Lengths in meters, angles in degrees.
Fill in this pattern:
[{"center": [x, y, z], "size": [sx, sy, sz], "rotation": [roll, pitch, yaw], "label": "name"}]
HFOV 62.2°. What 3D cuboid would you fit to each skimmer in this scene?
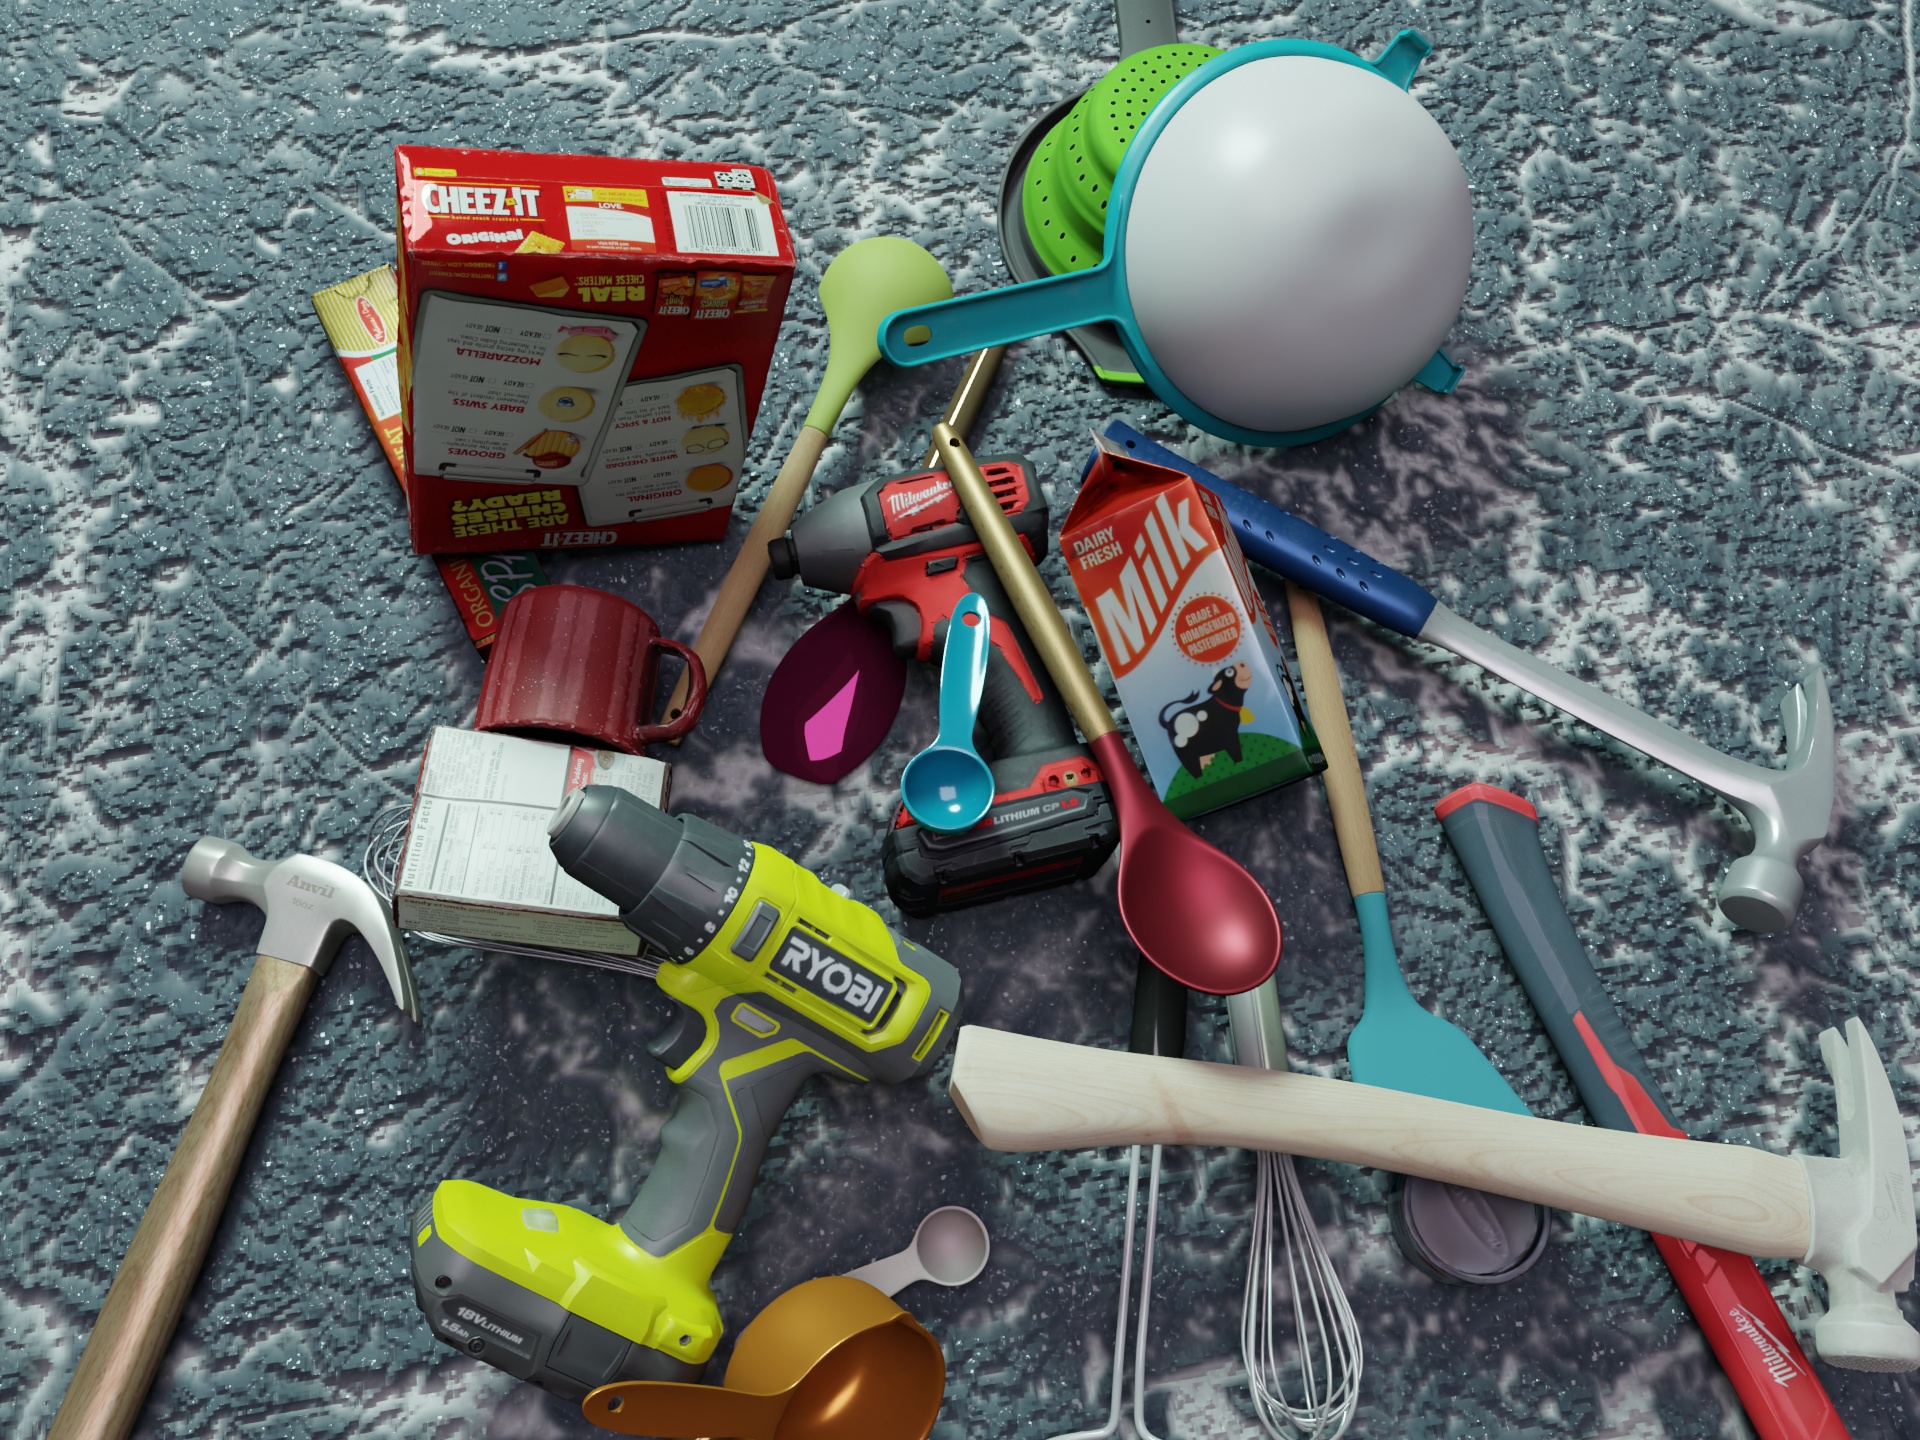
[{"center": [0.073, 0.219, 0.687], "size": [0.127, 0.090, 0.363], "rotation": [0, 65, 19], "label": "skimmer"}]

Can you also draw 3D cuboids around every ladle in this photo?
[{"center": [0.054, -0.013, 0.733], "size": [0.069, 0.031, 0.316], "rotation": [-16, 67, -23], "label": "ladle"}, {"center": [-0.089, -0.128, 0.863], "size": [0.078, 0.062, 0.320], "rotation": [22, 76, 5], "label": "ladle"}]

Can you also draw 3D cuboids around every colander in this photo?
[{"center": [0.120, -0.388, 0.937], "size": [0.204, 0.094, 0.397], "rotation": [-3, 68, -2], "label": "colander"}]

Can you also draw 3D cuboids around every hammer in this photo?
[{"center": [-0.346, 0.220, 0.715], "size": [0.130, 0.031, 0.331], "rotation": [13, 68, 5], "label": "hammer"}, {"center": [0.305, 0.209, 0.724], "size": [0.143, 0.038, 0.387], "rotation": [-20, 69, -7], "label": "hammer"}, {"center": [0.201, 0.171, 0.687], "size": [0.410, 0.038, 0.146], "rotation": [9, 63, 0], "label": "hammer"}, {"center": [0.251, -0.050, 0.816], "size": [0.405, 0.035, 0.144], "rotation": [29, 62, 10], "label": "hammer"}]

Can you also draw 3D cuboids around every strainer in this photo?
[{"center": [0.129, -0.227, 0.804], "size": [0.340, 0.095, 0.211], "rotation": [-17, 108, -15], "label": "strainer"}]

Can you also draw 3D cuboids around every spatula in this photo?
[{"center": [0.201, 0.058, 0.782], "size": [0.082, 0.044, 0.318], "rotation": [-5, 66, -7], "label": "spatula"}]

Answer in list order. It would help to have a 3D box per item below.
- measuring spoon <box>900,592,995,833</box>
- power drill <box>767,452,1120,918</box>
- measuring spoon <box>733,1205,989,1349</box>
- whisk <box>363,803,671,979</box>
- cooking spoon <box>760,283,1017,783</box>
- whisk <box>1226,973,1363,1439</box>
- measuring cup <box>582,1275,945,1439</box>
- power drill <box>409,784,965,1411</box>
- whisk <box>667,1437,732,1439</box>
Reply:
[{"center": [-0.001, -0.002, 0.734], "size": [0.042, 0.021, 0.129], "rotation": [8, 58, 0], "label": "measuring spoon"}, {"center": [-0.008, -0.023, 0.786], "size": [0.143, 0.078, 0.220], "rotation": [-12, 71, -7], "label": "power drill"}, {"center": [-0.044, 0.256, 0.716], "size": [0.124, 0.018, 0.034], "rotation": [-25, 71, -3], "label": "measuring spoon"}, {"center": [-0.151, 0.107, 0.753], "size": [0.284, 0.070, 0.070], "rotation": [21, 69, 3], "label": "whisk"}, {"center": [-0.025, -0.110, 0.862], "size": [0.069, 0.017, 0.319], "rotation": [20, 70, 7], "label": "cooking spoon"}, {"center": [0.142, 0.201, 0.723], "size": [0.059, 0.058, 0.247], "rotation": [15, 58, -32], "label": "whisk"}, {"center": [-0.085, 0.265, 0.638], "size": [0.052, 0.173, 0.095], "rotation": [23, 89, 51], "label": "measuring cup"}, {"center": [-0.130, 0.155, 0.668], "size": [0.190, 0.080, 0.228], "rotation": [34, 82, -19], "label": "power drill"}, {"center": [-0.183, 0.376, 0.647], "size": [0.245, 0.047, 0.051], "rotation": [-41, 73, -19], "label": "whisk"}]
